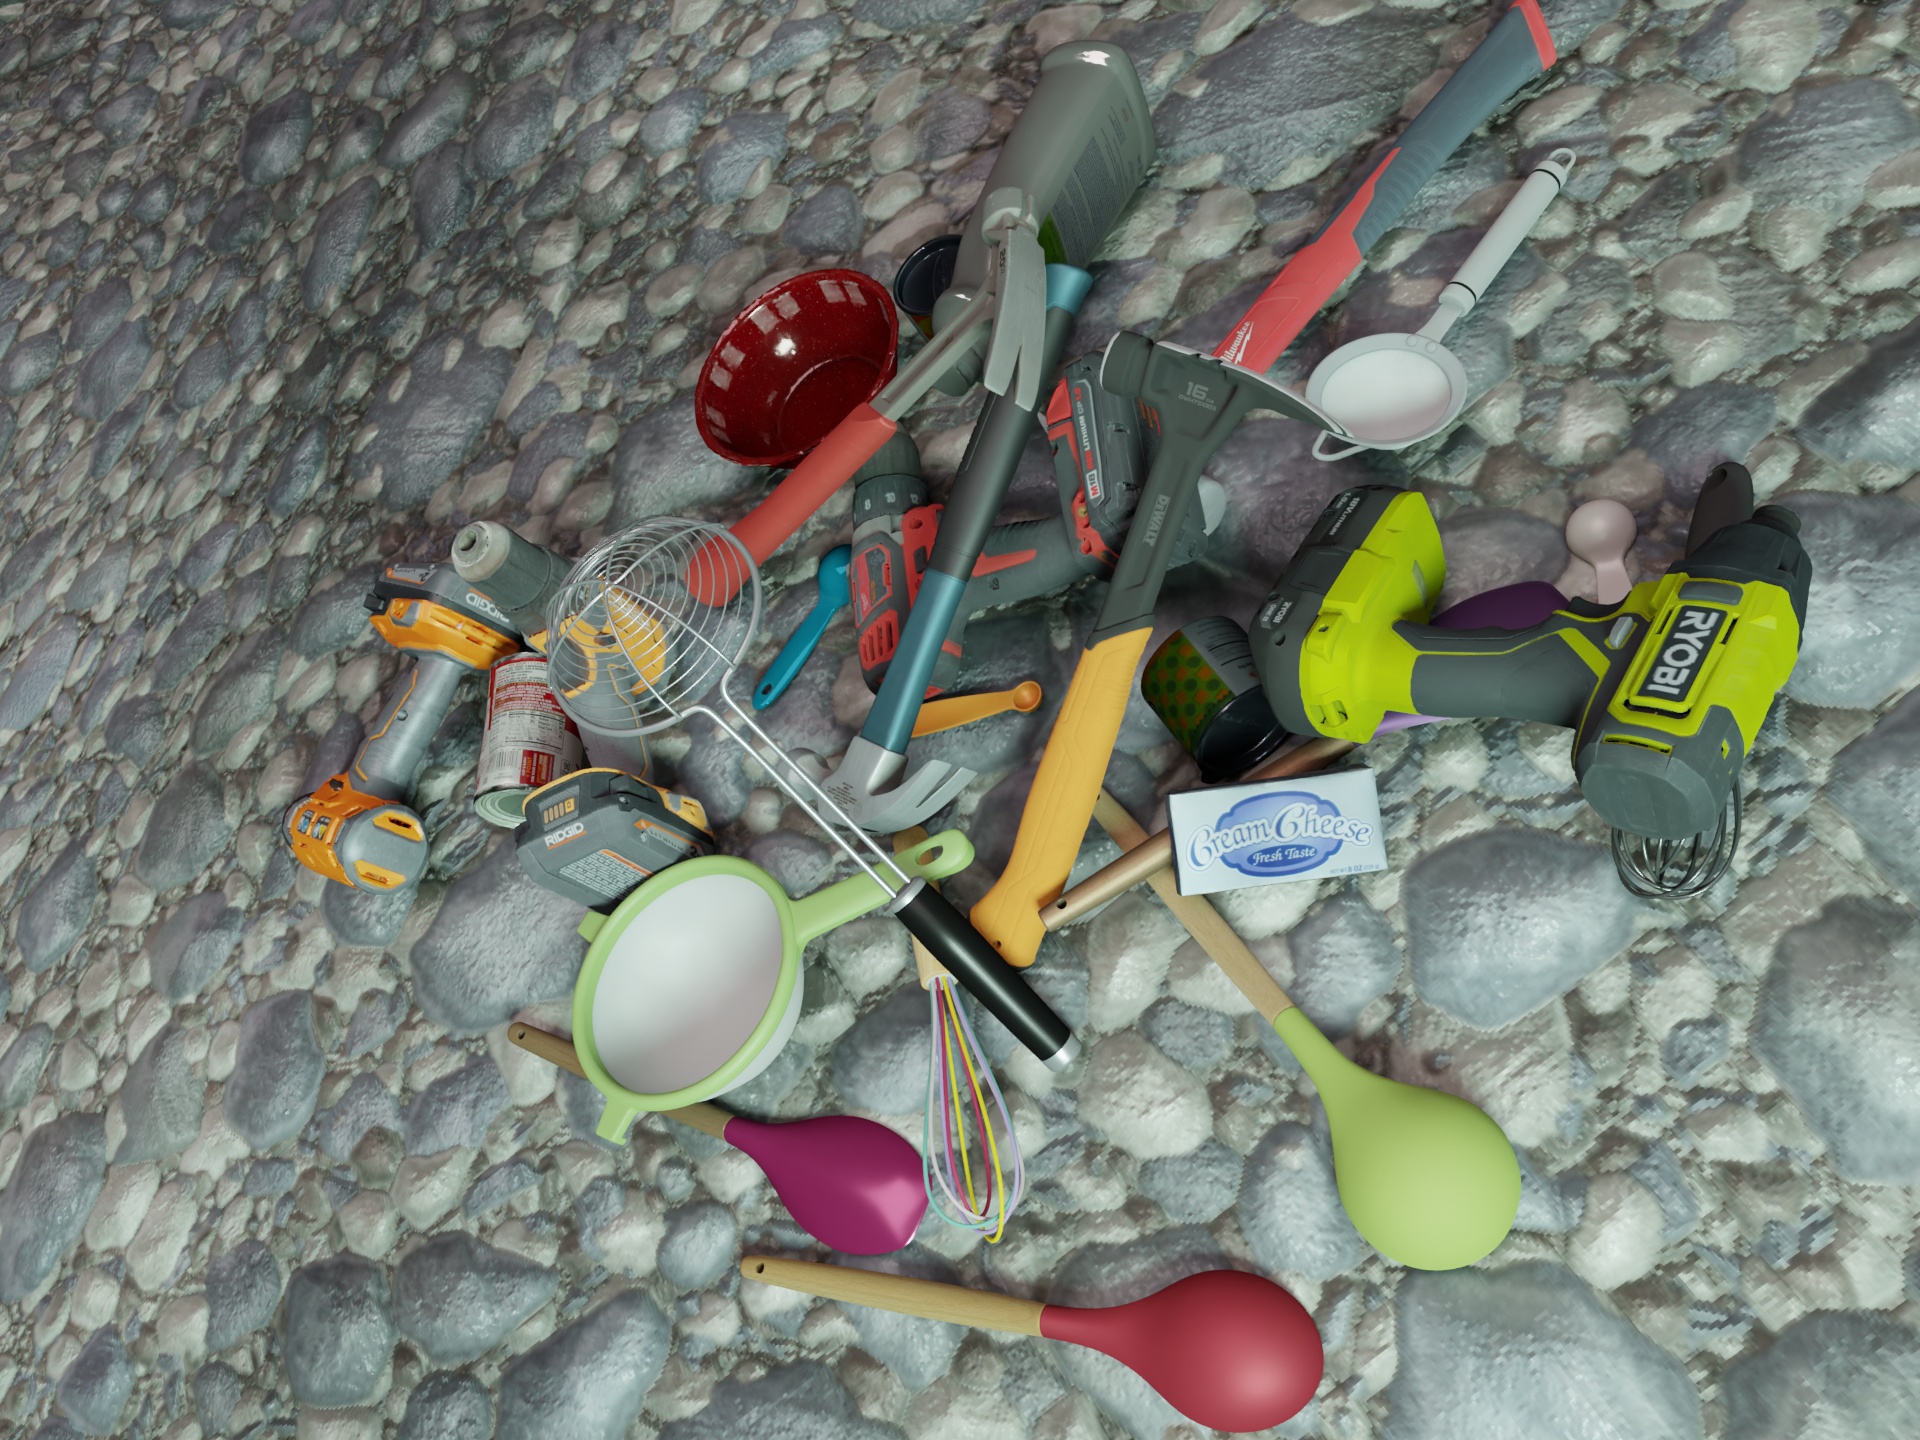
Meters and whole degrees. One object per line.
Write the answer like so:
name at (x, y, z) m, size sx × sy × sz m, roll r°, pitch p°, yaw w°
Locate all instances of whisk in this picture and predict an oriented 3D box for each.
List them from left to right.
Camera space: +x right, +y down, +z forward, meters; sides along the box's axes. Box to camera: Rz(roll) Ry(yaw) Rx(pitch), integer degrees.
whisk at (-0.009, 0.161, 0.856) m, size 0.051 × 0.047 × 0.245 m, roll -19°, pitch 53°, yaw 6°
whisk at (0.348, -0.024, 0.748) m, size 0.055 × 0.055 × 0.239 m, roll 5°, pitch 64°, yaw 31°

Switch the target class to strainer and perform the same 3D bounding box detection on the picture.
strainer at (-0.097, 0.134, 0.900) m, size 0.256 × 0.069 × 0.152 m, roll -27°, pitch 50°, yaw 11°
strainer at (0.278, -0.230, 0.899) m, size 0.087 × 0.050 × 0.258 m, roll 31°, pitch 77°, yaw 31°

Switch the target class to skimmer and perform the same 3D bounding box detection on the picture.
skimmer at (-0.071, 0.043, 0.837) m, size 0.127 × 0.090 × 0.363 m, roll -44°, pitch 96°, yaw -2°

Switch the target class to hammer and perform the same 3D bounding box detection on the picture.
hammer at (-0.069, -0.155, 0.948) m, size 0.359 × 0.036 × 0.149 m, roll -35°, pitch 41°, yaw 45°
hammer at (-0.004, -0.093, 0.879) m, size 0.128 × 0.033 × 0.331 m, roll 24°, pitch 94°, yaw 46°
hammer at (0.081, -0.020, 0.817) m, size 0.127 × 0.034 × 0.336 m, roll 25°, pitch 106°, yaw 23°
hammer at (0.212, -0.286, 0.965) m, size 0.386 × 0.038 × 0.143 m, roll -49°, pitch 51°, yaw -2°

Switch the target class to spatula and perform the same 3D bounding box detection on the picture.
spatula at (0.176, 0.020, 0.820) m, size 0.316 × 0.018 × 0.060 m, roll -32°, pitch 52°, yaw 1°

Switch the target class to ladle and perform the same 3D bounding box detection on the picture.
ladle at (0.020, 0.289, 0.781) m, size 0.315 × 0.031 × 0.069 m, roll -2°, pitch 65°, yaw 30°
ladle at (0.150, 0.133, 0.787) m, size 0.078 × 0.062 × 0.321 m, roll -44°, pitch 46°, yaw 5°

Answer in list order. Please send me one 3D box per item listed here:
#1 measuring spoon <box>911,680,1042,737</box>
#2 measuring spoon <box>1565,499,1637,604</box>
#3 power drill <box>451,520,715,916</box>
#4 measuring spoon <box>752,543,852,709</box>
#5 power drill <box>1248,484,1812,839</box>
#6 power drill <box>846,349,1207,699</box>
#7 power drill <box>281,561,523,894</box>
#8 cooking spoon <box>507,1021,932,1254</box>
measuring spoon at (-0.002, -0.003, 0.956) m, size 0.117 × 0.011 × 0.021 m, roll -13°, pitch 59°, yaw 27°
measuring spoon at (0.328, -0.060, 0.794) m, size 0.034 × 0.018 × 0.124 m, roll -14°, pitch 60°, yaw 23°
power drill at (-0.235, -0.006, 0.980) m, size 0.084 × 0.185 × 0.226 m, roll -24°, pitch 59°, yaw 14°
measuring spoon at (-0.101, -0.064, 1.033) m, size 0.042 × 0.021 × 0.128 m, roll 27°, pitch 79°, yaw 36°
power drill at (0.266, -0.043, 0.745) m, size 0.223 × 0.080 × 0.171 m, roll 14°, pitch 58°, yaw 42°
power drill at (0.021, -0.130, 0.942) m, size 0.226 × 0.080 × 0.188 m, roll -24°, pitch 61°, yaw 34°
power drill at (-0.406, 0.004, 1.128) m, size 0.164 × 0.084 × 0.226 m, roll 6°, pitch 72°, yaw 47°
cooking spoon at (-0.150, 0.226, 0.912) m, size 0.319 × 0.017 × 0.069 m, roll 13°, pitch 71°, yaw 33°
